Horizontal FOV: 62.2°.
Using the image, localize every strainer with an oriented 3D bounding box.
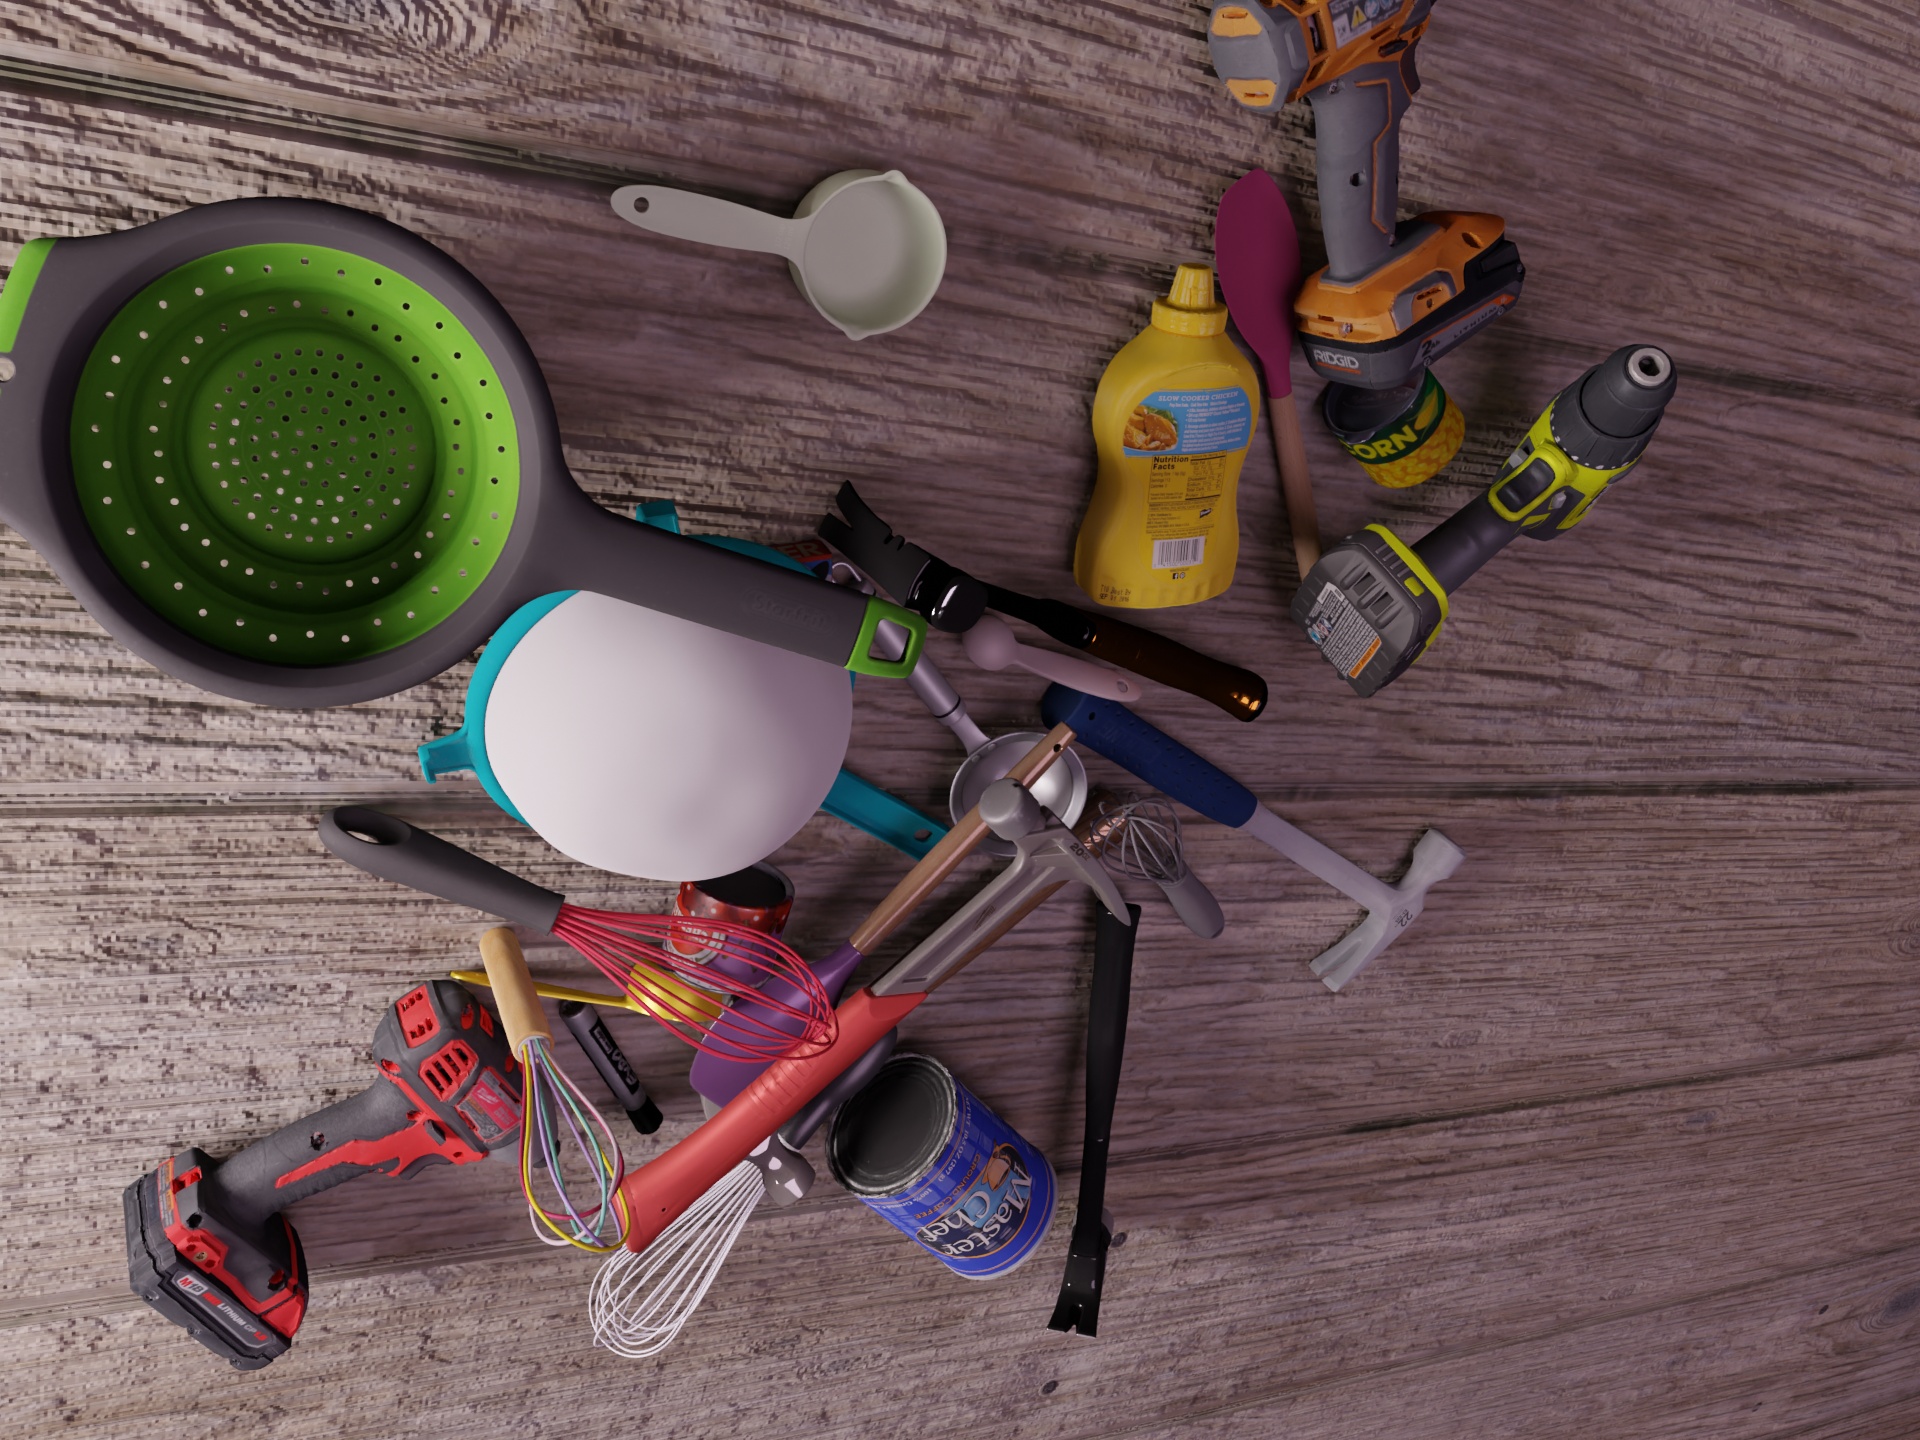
[{"bbox_3d":[-0.101,0.040,0.864,0.211,0.095,0.340,-44,135,14],"label":"strainer"},{"bbox_3d":[-0.001,-0.003,0.943,0.087,0.050,0.258,-35,123,5],"label":"strainer"}]

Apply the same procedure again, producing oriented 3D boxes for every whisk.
[{"bbox_3d":[0.138,0.103,1.047,0.055,0.055,0.238,-42,146,0],"label":"whisk"},{"bbox_3d":[-0.214,0.177,0.805,0.047,0.245,0.051,-6,120,-25],"label":"whisk"},{"bbox_3d":[-0.140,0.304,1.043,0.284,0.070,0.070,-48,128,-1],"label":"whisk"},{"bbox_3d":[-0.197,0.112,0.846,0.295,0.073,0.073,25,106,-12],"label":"whisk"}]

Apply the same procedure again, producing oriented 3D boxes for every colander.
[{"bbox_3d":[-0.206,-0.093,0.711,0.396,0.095,0.204,16,97,-22],"label":"colander"}]

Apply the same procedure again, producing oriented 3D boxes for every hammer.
[{"bbox_3d":[0.198,0.072,1.095,0.405,0.035,0.144,30,101,-37],"label":"hammer"},{"bbox_3d":[0.070,-0.054,0.927,0.336,0.127,0.034,17,108,-44],"label":"hammer"},{"bbox_3d":[-0.062,0.191,0.954,0.359,0.037,0.149,-42,133,0],"label":"hammer"},{"bbox_3d":[0.098,0.277,1.125,0.035,0.146,0.334,7,112,9],"label":"hammer"},{"bbox_3d":[-0.024,0.156,1.014,0.331,0.031,0.130,-39,109,-9],"label":"hammer"}]

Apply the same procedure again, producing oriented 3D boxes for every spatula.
[{"bbox_3d":[-0.046,0.116,0.951,0.316,0.018,0.059,-46,113,5],"label":"spatula"}]

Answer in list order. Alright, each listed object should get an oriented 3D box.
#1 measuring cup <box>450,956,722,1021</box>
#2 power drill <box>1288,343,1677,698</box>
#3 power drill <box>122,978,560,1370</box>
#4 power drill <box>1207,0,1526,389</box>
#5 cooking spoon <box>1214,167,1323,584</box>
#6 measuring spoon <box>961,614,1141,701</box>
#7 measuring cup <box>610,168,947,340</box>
[{"bbox_3d":[-0.213,0.147,0.921,0.156,0.062,0.029,12,90,-20],"label":"measuring cup"},{"bbox_3d":[0.319,-0.124,0.957,0.228,0.080,0.190,-37,168,-8],"label":"power drill"},{"bbox_3d":[-0.338,0.254,0.897,0.219,0.079,0.143,-34,129,-9],"label":"power drill"},{"bbox_3d":[0.240,-0.319,0.859,0.185,0.084,0.226,-35,124,-16],"label":"power drill"},{"bbox_3d":[0.195,-0.175,0.956,0.069,0.017,0.318,-42,132,-25],"label":"cooking spoon"},{"bbox_3d":[0.058,-0.036,0.945,0.124,0.034,0.018,17,150,-23],"label":"measuring spoon"},{"bbox_3d":[-0.088,-0.235,0.761,0.167,0.038,0.083,4,116,-28],"label":"measuring cup"}]
